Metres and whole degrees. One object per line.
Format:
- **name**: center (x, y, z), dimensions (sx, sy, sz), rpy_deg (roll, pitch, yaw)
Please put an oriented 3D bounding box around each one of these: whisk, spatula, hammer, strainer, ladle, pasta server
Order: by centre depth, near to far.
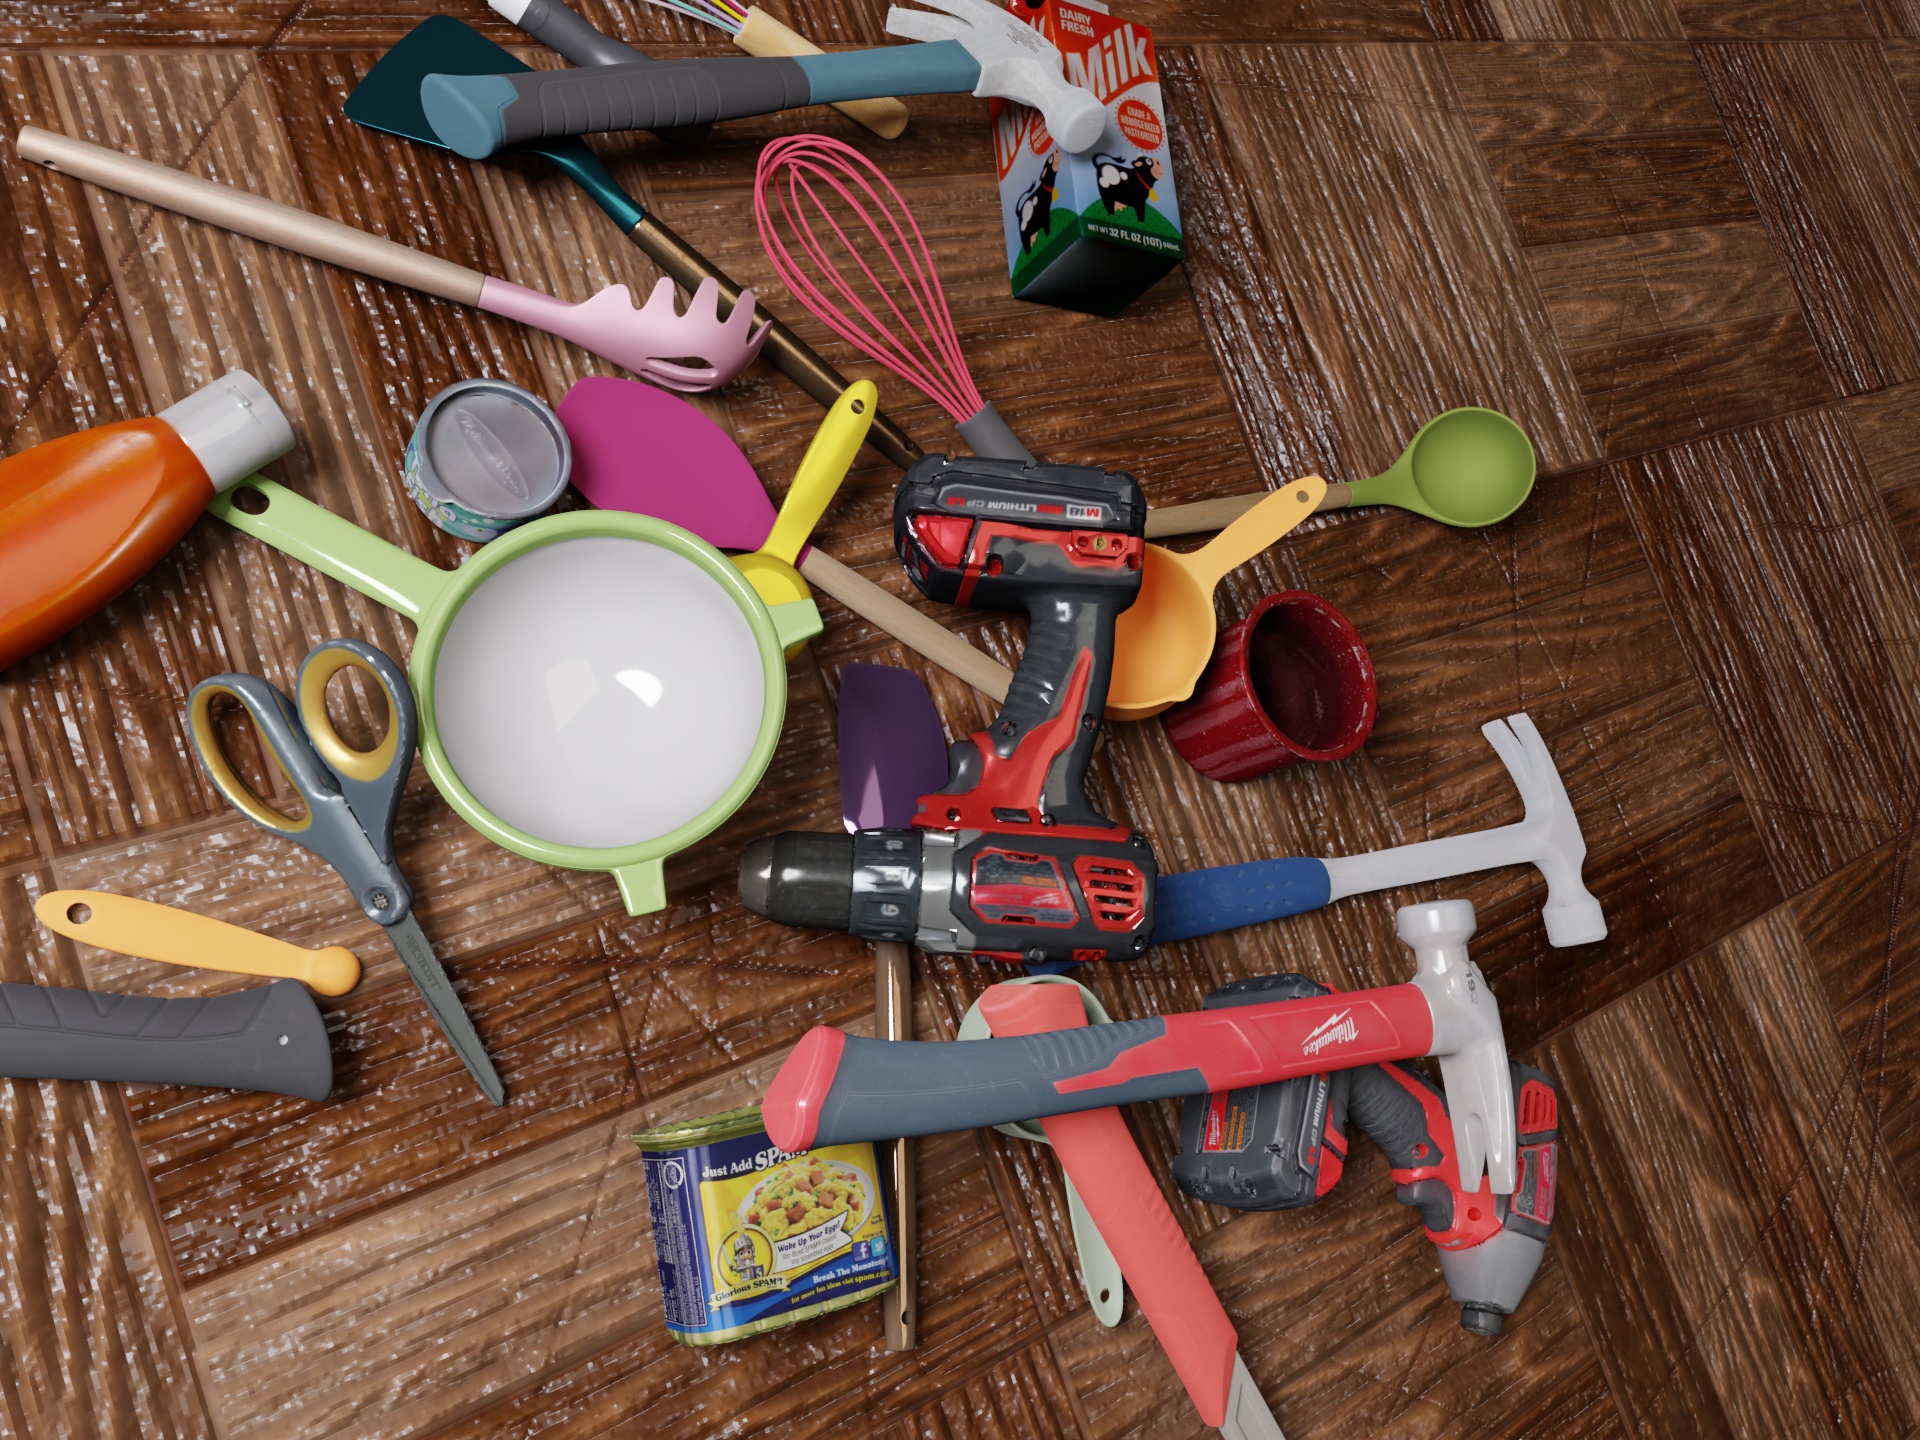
- **hammer**: center (-0.384, 0.104, 0.527), dimensions (0.334, 0.035, 0.146), rpy_deg (11, 69, -28)
- **strainer**: center (-0.197, -0.032, 0.672), dimensions (0.256, 0.069, 0.151), rpy_deg (28, 74, -1)
- **hammer**: center (0.097, 0.162, 0.693), dimensions (0.386, 0.038, 0.143), rpy_deg (0, 78, -32)
- **pasta server**: center (-0.238, -0.205, 0.704), dimensions (0.316, 0.060, 0.040), rpy_deg (14, 62, -20)
- **hammer**: center (0.098, 0.279, 0.729), dimensions (0.149, 0.037, 0.359), rpy_deg (-35, 103, -34)
- **spatula**: center (-0.029, 0.124, 0.740), dimensions (0.059, 0.018, 0.316), rpy_deg (8, 70, -27)
- **whisk**: center (-0.239, -0.362, 0.748), dimensions (0.284, 0.070, 0.070), rpy_deg (31, 61, -25)
- **hammer**: center (-0.091, -0.308, 0.770), dimensions (0.331, 0.033, 0.128), rpy_deg (-19, 60, -30)
- **spatula**: center (-0.141, -0.222, 0.780), dimensions (0.317, 0.044, 0.082), rpy_deg (38, 58, -21)
- **whisk**: center (-0.132, -0.374, 0.823), dimensions (0.244, 0.047, 0.051), rpy_deg (24, 63, -28)
- **whisk**: center (-0.006, -0.174, 0.827), dimensions (0.295, 0.073, 0.073), rpy_deg (51, 57, -15)
- **hammer**: center (0.205, 0.082, 0.881), dimensions (0.405, 0.035, 0.144), rpy_deg (-6, 78, -32)
- **ladle**: center (0.217, -0.136, 0.945), dimensions (0.320, 0.062, 0.078), rpy_deg (-12, 79, -30)

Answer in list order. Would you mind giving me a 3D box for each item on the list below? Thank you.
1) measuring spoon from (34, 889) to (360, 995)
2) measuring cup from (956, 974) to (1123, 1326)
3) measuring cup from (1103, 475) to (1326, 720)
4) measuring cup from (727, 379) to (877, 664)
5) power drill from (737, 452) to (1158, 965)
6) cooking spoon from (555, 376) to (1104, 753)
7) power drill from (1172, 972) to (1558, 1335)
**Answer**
- **measuring spoon**: center (-0.287, 0.084, 0.603), dimensions (0.116, 0.011, 0.021), rpy_deg (19, 66, -25)
- **measuring cup**: center (0.043, 0.202, 0.752), dimensions (0.083, 0.038, 0.167), rpy_deg (-14, 92, -35)
- **measuring cup**: center (0.117, -0.068, 0.823), dimensions (0.173, 0.052, 0.095), rpy_deg (-36, 80, -10)
- **measuring cup**: center (-0.074, -0.094, 0.746), dimensions (0.062, 0.029, 0.156), rpy_deg (29, 82, -20)
- **power drill**: center (-0.001, -0.002, 0.733), dimensions (0.188, 0.080, 0.227), rpy_deg (4, 78, -4)
- **cooking spoon**: center (-0.056, -0.066, 0.783), dimensions (0.318, 0.017, 0.069), rpy_deg (32, 69, -18)
- **power drill**: center (0.222, 0.226, 0.826), dimensions (0.219, 0.078, 0.143), rpy_deg (26, 64, -25)
